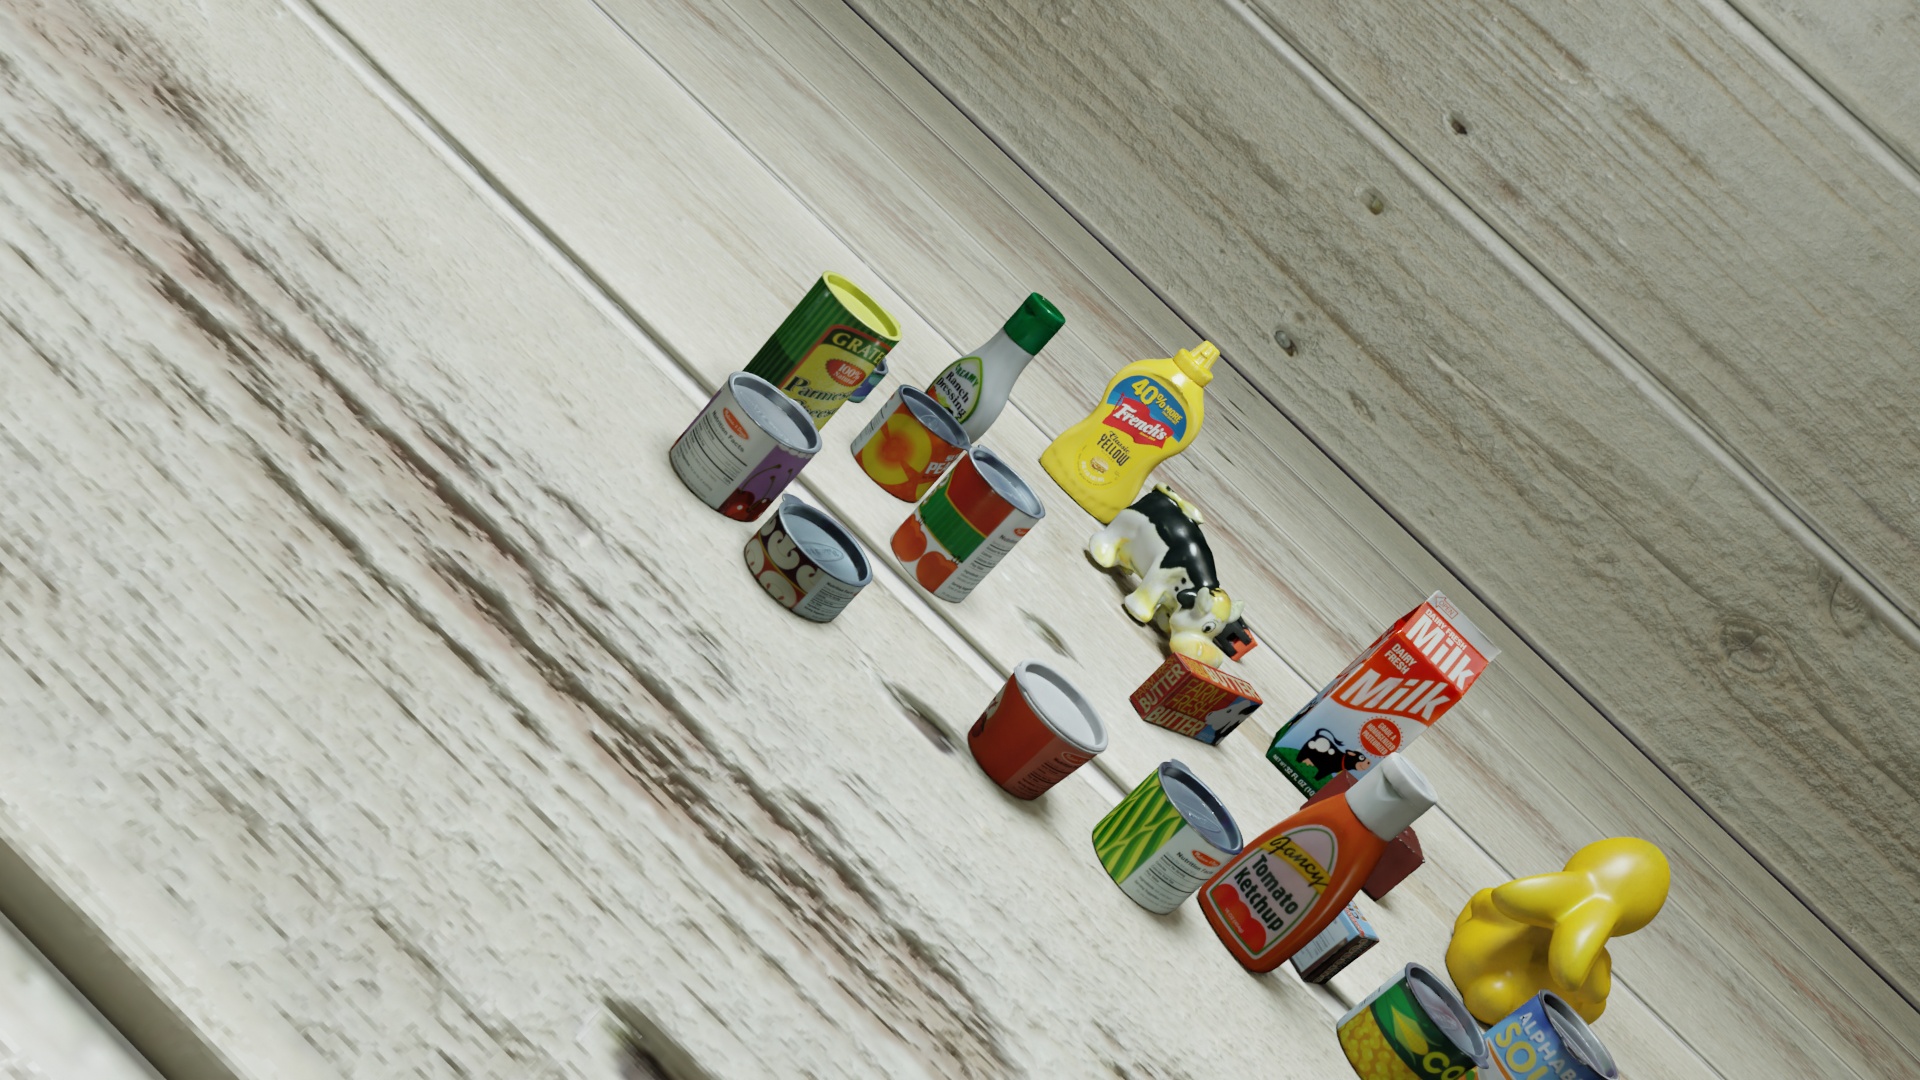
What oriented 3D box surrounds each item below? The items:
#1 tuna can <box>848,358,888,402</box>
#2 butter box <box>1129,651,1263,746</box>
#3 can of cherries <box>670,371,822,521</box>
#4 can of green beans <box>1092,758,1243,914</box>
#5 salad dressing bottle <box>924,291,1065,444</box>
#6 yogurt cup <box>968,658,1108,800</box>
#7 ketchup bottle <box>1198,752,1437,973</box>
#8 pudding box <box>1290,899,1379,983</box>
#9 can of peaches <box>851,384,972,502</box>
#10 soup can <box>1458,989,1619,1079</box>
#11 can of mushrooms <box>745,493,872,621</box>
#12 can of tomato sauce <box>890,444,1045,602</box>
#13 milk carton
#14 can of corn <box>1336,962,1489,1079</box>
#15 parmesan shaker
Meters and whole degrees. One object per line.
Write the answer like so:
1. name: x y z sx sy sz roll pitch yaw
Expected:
1. tuna can: -0.090 -0.141 1.091 0.071 0.032 0.071 38 19 -15
2. butter box: 0.176 0.119 1.033 0.103 0.053 0.024 25 26 -43
3. can of cherries: -0.121 -0.053 0.796 0.071 0.058 0.072 38 19 -15
4. can of green beans: 0.118 0.171 0.797 0.071 0.057 0.071 38 19 -15
5. salad dressing bottle: 0.024 -0.137 1.132 0.044 0.147 0.064 20 29 -51
6. yogurt cup: 0.041 0.109 0.782 0.072 0.053 0.073 38 19 -15
7. ketchup bottle: 0.211 0.185 0.811 0.043 0.148 0.065 18 31 -52
8. pudding box: 0.220 0.232 0.882 0.030 0.049 0.084 25 26 -44
9. can of peaches: -0.035 -0.068 1.004 0.071 0.058 0.071 38 19 -15
10. soup can: 0.360 0.338 0.882 0.071 0.083 0.071 38 19 -15
11. can of mushrooms: -0.085 0.010 0.772 0.071 0.033 0.071 38 19 -15
12. can of tomato sauce: 0.003 -0.012 0.920 0.071 0.083 0.071 38 19 -15
13. milk carton: 0.345 0.130 1.136 0.072 0.190 0.073 46 18 9
14. can of corn: 0.269 0.298 0.824 0.071 0.058 0.071 38 19 -15
15. parmesan shaker: -0.095 -0.117 0.920 0.071 0.103 0.071 38 19 -15
